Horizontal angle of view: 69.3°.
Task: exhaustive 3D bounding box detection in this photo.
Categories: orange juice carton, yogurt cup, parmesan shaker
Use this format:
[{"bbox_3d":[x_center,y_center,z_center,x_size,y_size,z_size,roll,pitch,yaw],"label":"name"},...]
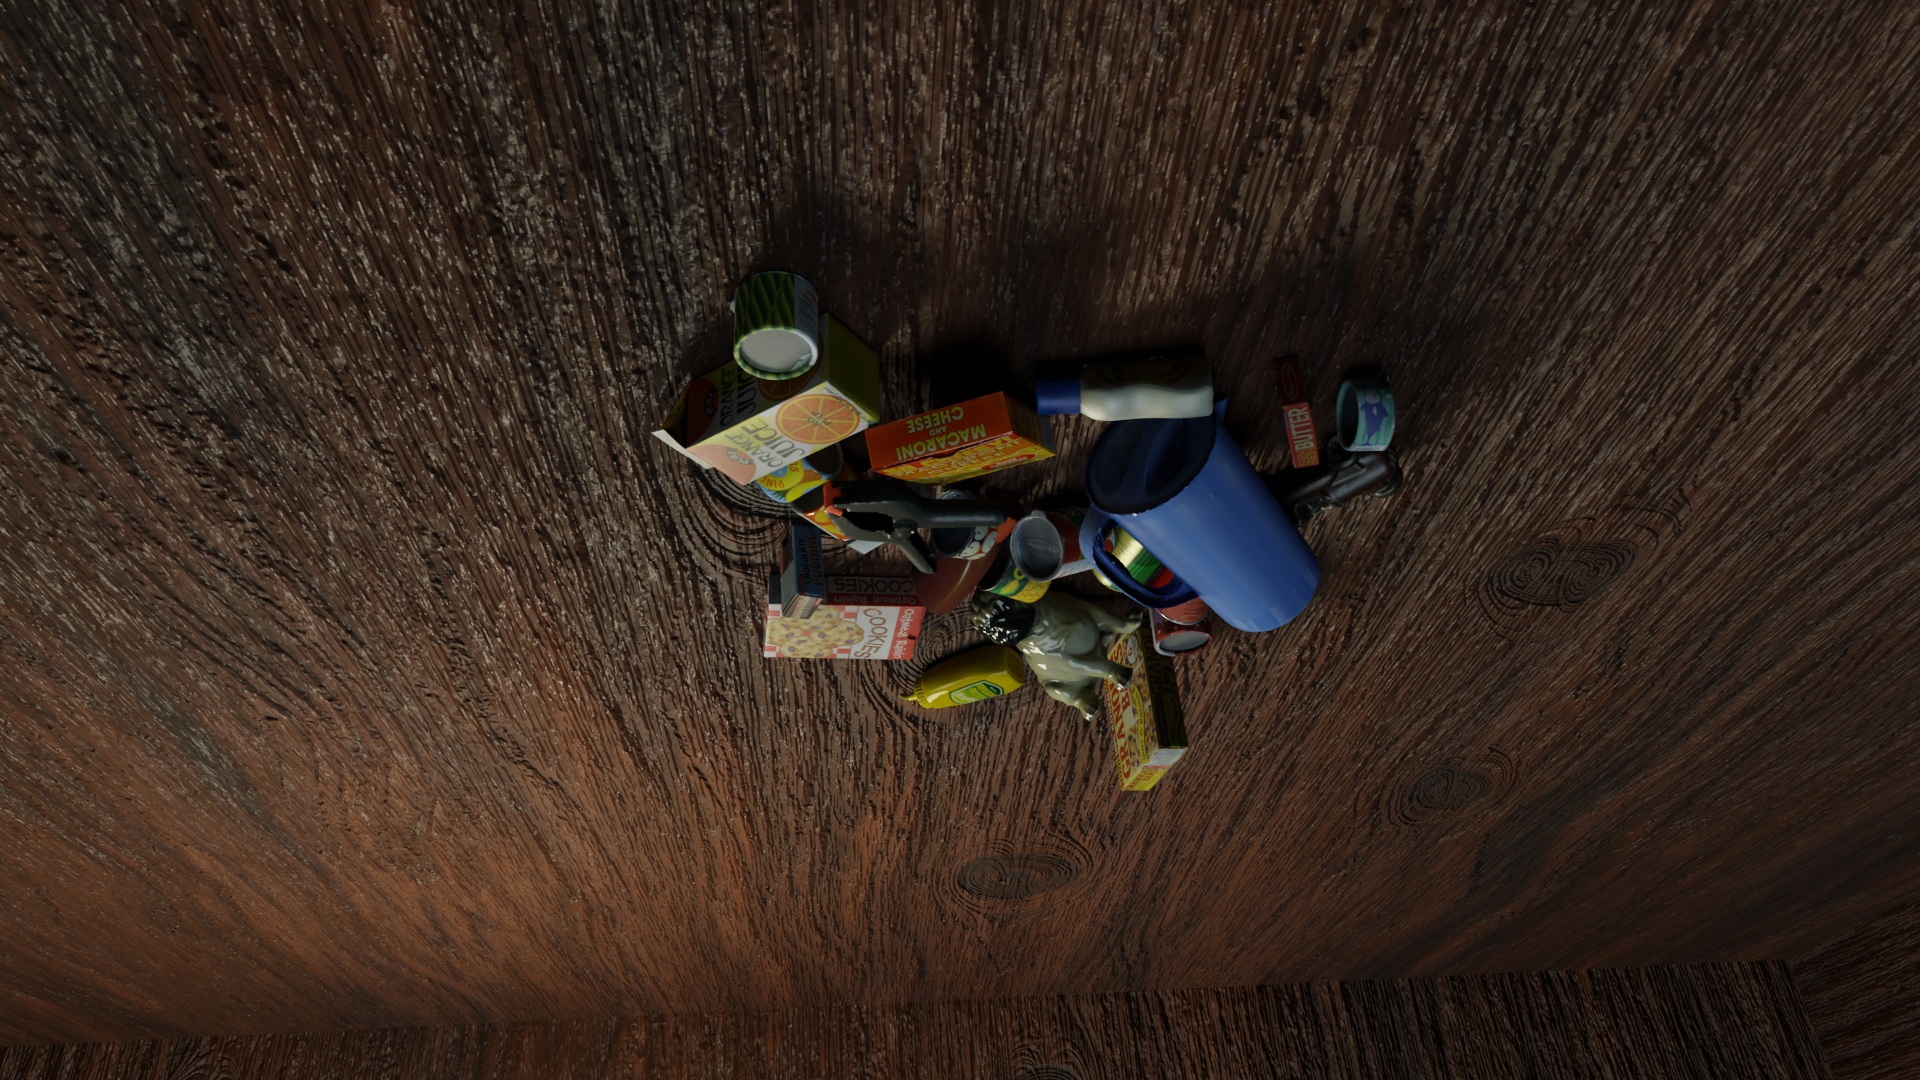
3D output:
[{"bbox_3d":[-0.165,-0.109,1.168,0.192,0.073,0.071,-22,144,26],"label":"orange juice carton"},{"bbox_3d":[0.241,0.048,1.481,0.072,0.073,0.053,5,138,-15],"label":"yogurt cup"},{"bbox_3d":[0.181,0.001,1.388,0.071,0.071,0.102,8,146,-19],"label":"parmesan shaker"}]

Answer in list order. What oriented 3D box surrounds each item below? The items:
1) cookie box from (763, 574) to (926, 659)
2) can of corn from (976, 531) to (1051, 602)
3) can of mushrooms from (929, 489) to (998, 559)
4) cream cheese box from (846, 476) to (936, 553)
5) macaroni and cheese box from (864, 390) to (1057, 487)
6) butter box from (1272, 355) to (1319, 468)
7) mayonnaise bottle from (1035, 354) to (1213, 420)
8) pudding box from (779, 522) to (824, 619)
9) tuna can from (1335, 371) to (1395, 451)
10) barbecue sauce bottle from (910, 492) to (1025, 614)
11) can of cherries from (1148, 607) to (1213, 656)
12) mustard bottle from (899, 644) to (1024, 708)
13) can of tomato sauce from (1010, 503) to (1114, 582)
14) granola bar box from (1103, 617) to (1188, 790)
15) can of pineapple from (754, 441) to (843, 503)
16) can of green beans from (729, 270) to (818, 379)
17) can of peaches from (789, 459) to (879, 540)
[{"bbox_3d":[-0.128,0.086,1.517,0.168,0.040,0.122,2,148,-10],"label":"cookie box"},{"bbox_3d":[0.056,0.025,1.416,0.058,0.071,0.071,18,142,-32],"label":"can of corn"},{"bbox_3d":[0.005,-0.017,1.341,0.033,0.071,0.070,9,147,-41],"label":"can of mushrooms"},{"bbox_3d":[-0.066,-0.032,1.322,0.103,0.053,0.024,-29,138,34],"label":"cream cheese box"},{"bbox_3d":[0.005,-0.084,1.195,0.123,0.040,0.166,-15,174,15],"label":"macaroni and cheese box"},{"bbox_3d":[0.300,-0.113,1.237,0.024,0.053,0.103,-11,147,14],"label":"butter box"},{"bbox_3d":[0.139,-0.129,1.187,0.148,0.065,0.041,-2,127,5],"label":"mayonnaise bottle"},{"bbox_3d":[-0.158,0.030,1.384,0.030,0.084,0.049,8,145,-24],"label":"pudding box"},{"bbox_3d":[0.359,-0.114,1.233,0.033,0.071,0.070,-1,148,-3],"label":"tuna can"},{"bbox_3d":[0.008,0.010,1.394,0.044,0.065,0.148,2,143,-42],"label":"barbecue sauce bottle"},{"bbox_3d":[0.248,0.089,1.551,0.071,0.058,0.071,-3,148,-2],"label":"can of cherries"},{"bbox_3d":[-0.003,0.169,1.658,0.160,0.049,0.065,-21,143,24],"label":"mustard bottle"},{"bbox_3d":[0.101,-0.001,1.357,0.083,0.071,0.071,-12,161,-46],"label":"can of tomato sauce"},{"bbox_3d":[0.211,0.189,1.606,0.039,0.166,0.123,4,147,-15],"label":"granola bar box"},{"bbox_3d":[-0.148,-0.073,1.232,0.057,0.071,0.071,-27,141,31],"label":"can of pineapple"},{"bbox_3d":[-0.145,-0.168,1.090,0.071,0.058,0.071,-3,148,-2],"label":"can of green beans"},{"bbox_3d":[-0.116,-0.043,1.289,0.071,0.071,0.058,-23,143,28],"label":"can of peaches"}]
